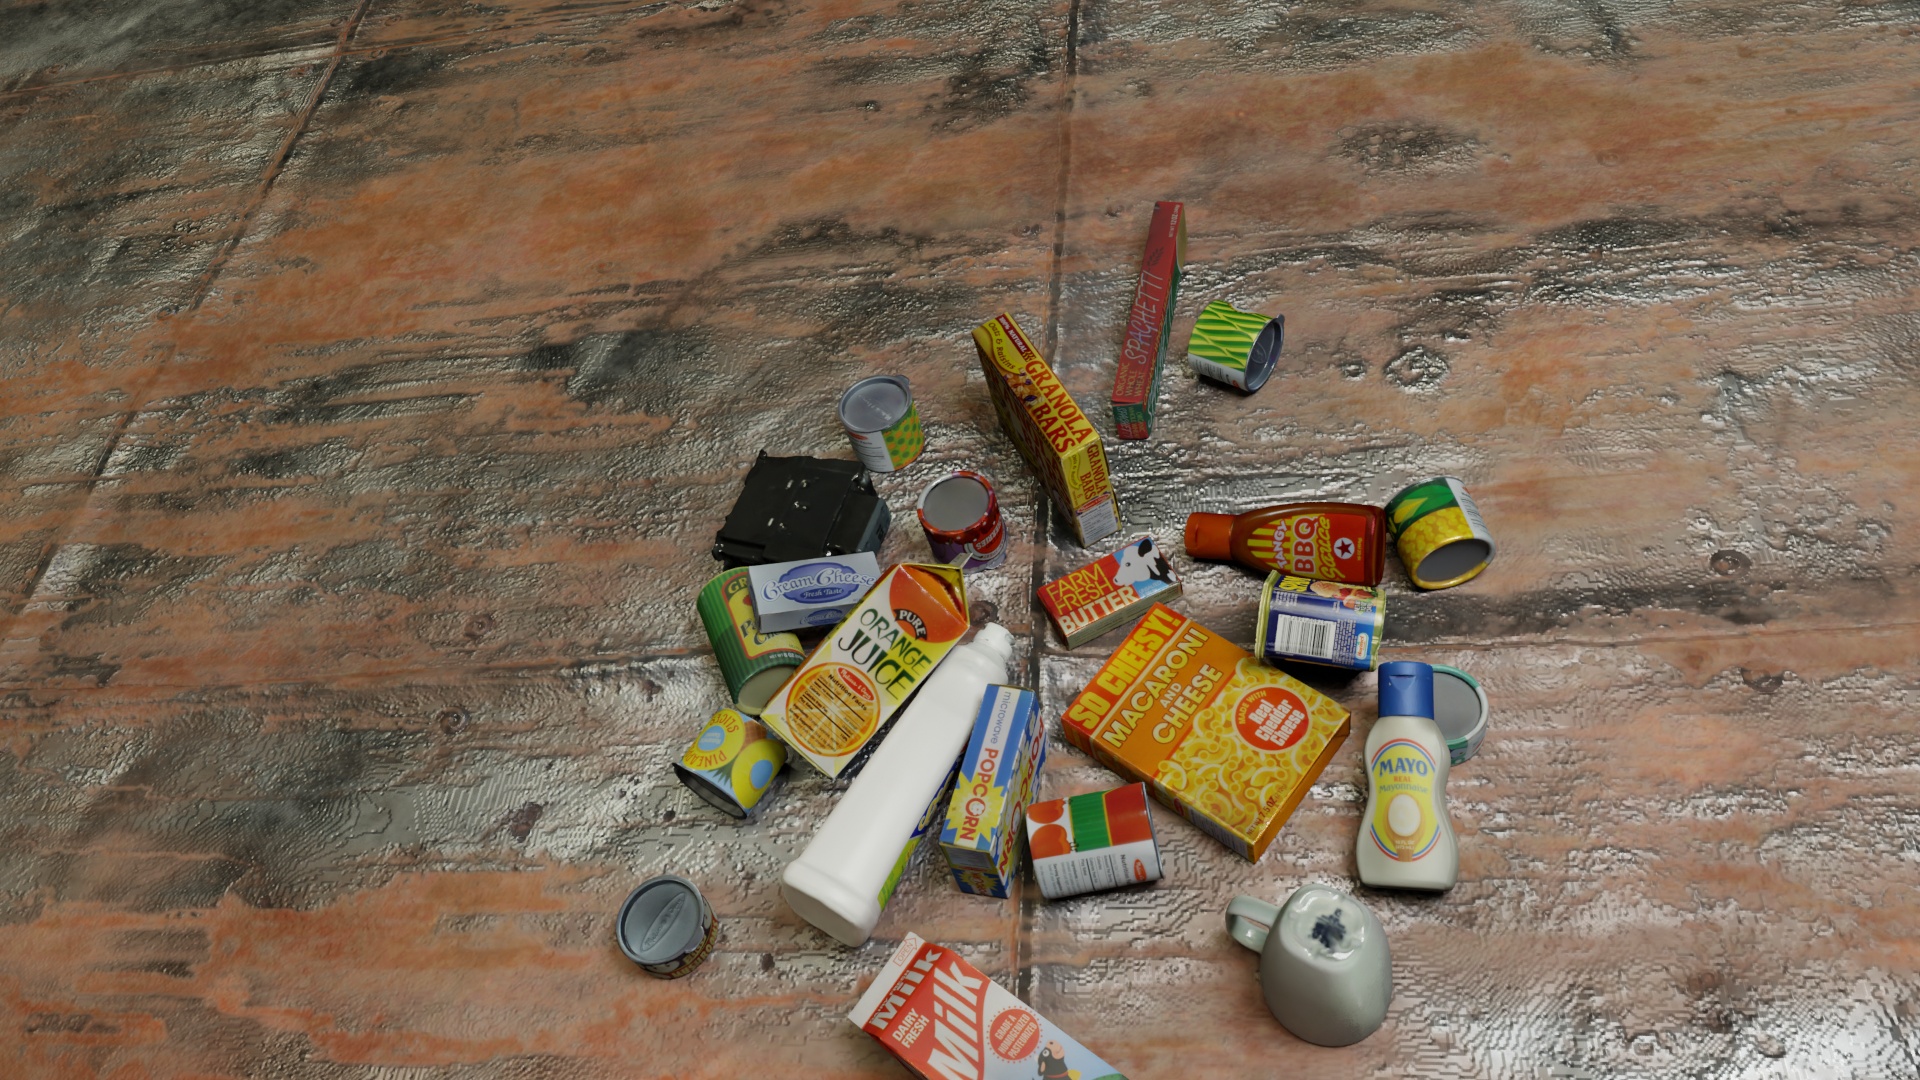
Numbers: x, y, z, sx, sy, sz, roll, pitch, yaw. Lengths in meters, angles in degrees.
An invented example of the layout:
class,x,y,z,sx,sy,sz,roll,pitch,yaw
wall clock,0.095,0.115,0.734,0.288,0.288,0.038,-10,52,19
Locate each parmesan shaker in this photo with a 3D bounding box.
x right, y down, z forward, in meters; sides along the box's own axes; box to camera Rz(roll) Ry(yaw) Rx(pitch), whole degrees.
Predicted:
class,x,y,z,sx,sy,sz,roll,pitch,yaw
parmesan shaker,-0.163,0.080,1.113,0.071,0.071,0.103,-26,53,-5

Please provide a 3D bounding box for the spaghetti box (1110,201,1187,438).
class,x,y,z,sx,sy,sz,roll,pitch,yaw
spaghetti box,0.171,-0.200,1.244,0.029,0.050,0.251,3,55,18

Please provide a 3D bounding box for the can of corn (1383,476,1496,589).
class,x,y,z,sx,sy,sz,roll,pitch,yaw
can of corn,0.357,-0.004,1.042,0.071,0.071,0.058,-15,53,3

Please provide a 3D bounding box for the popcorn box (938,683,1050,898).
class,x,y,z,sx,sy,sz,roll,pitch,yaw
popcorn box,0.026,0.176,0.979,0.038,0.084,0.127,8,56,17

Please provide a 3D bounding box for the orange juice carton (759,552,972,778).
class,x,y,z,sx,sy,sz,roll,pitch,yaw
orange juice carton,-0.059,0.080,1.042,0.073,0.072,0.193,43,83,-4

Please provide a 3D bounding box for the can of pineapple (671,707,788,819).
class,x,y,z,sx,sy,sz,roll,pitch,yaw
can of pineapple,-0.173,0.167,1.047,0.071,0.070,0.058,20,61,26

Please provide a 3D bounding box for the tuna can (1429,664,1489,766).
class,x,y,z,sx,sy,sz,roll,pitch,yaw
tuna can,0.333,0.122,0.975,0.071,0.032,0.071,-7,53,9

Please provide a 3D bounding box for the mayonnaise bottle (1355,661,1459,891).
class,x,y,z,sx,sy,sz,roll,pitch,yaw
mayonnaise bottle,0.297,0.156,0.925,0.065,0.041,0.148,-3,73,24

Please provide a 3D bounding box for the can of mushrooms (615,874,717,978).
class,x,y,z,sx,sy,sz,roll,pitch,yaw
can of mushrooms,-0.208,0.278,0.996,0.071,0.033,0.071,-7,52,9

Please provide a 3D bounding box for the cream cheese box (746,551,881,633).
class,x,y,z,sx,sy,sz,roll,pitch,yaw
cream cheese box,-0.113,0.040,1.095,0.104,0.024,0.053,-7,48,-17

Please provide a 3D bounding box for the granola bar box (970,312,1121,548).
class,x,y,z,sx,sy,sz,roll,pitch,yaw
granola bar box,0.071,-0.091,1.142,0.039,0.123,0.166,-28,53,-5

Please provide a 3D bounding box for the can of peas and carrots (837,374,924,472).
class,x,y,z,sx,sy,sz,roll,pitch,yaw
can of peas and carrots,-0.068,-0.105,1.228,0.071,0.058,0.071,-7,53,9

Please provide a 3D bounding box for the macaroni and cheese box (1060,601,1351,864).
class,x,y,z,sx,sy,sz,roll,pitch,yaw
macaroni and cheese box,0.175,0.135,1.001,0.167,0.040,0.124,31,67,30

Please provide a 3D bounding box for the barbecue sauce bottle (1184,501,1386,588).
class,x,y,z,sx,sy,sz,roll,pitch,yaw
barbecue sauce bottle,0.249,0.000,1.071,0.148,0.044,0.064,5,98,28

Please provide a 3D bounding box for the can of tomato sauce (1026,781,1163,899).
class,x,y,z,sx,sy,sz,roll,pitch,yaw
can of tomato sauce,0.092,0.205,0.954,0.083,0.071,0.071,-12,52,6

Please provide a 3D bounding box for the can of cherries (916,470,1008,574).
class,x,y,z,sx,sy,sz,roll,pitch,yaw
can of cherries,0.004,-0.014,1.143,0.071,0.058,0.072,-7,53,10

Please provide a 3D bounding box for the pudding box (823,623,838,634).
class,x,y,z,sx,sy,sz,roll,pitch,yaw
pudding box,-0.066,0.066,1.119,0.084,0.030,0.050,23,64,28

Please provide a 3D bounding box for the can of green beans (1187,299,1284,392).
class,x,y,z,sx,sy,sz,roll,pitch,yaw
can of green beans,0.236,-0.168,1.193,0.058,0.071,0.071,26,64,29

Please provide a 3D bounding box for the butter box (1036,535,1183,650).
class,x,y,z,sx,sy,sz,roll,pitch,yaw
butter box,0.117,0.041,1.095,0.103,0.024,0.053,-25,53,-5

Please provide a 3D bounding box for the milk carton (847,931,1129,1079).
class,x,y,z,sx,sy,sz,roll,pitch,yaw
milk carton,0.019,0.327,0.877,0.191,0.073,0.072,27,65,30
